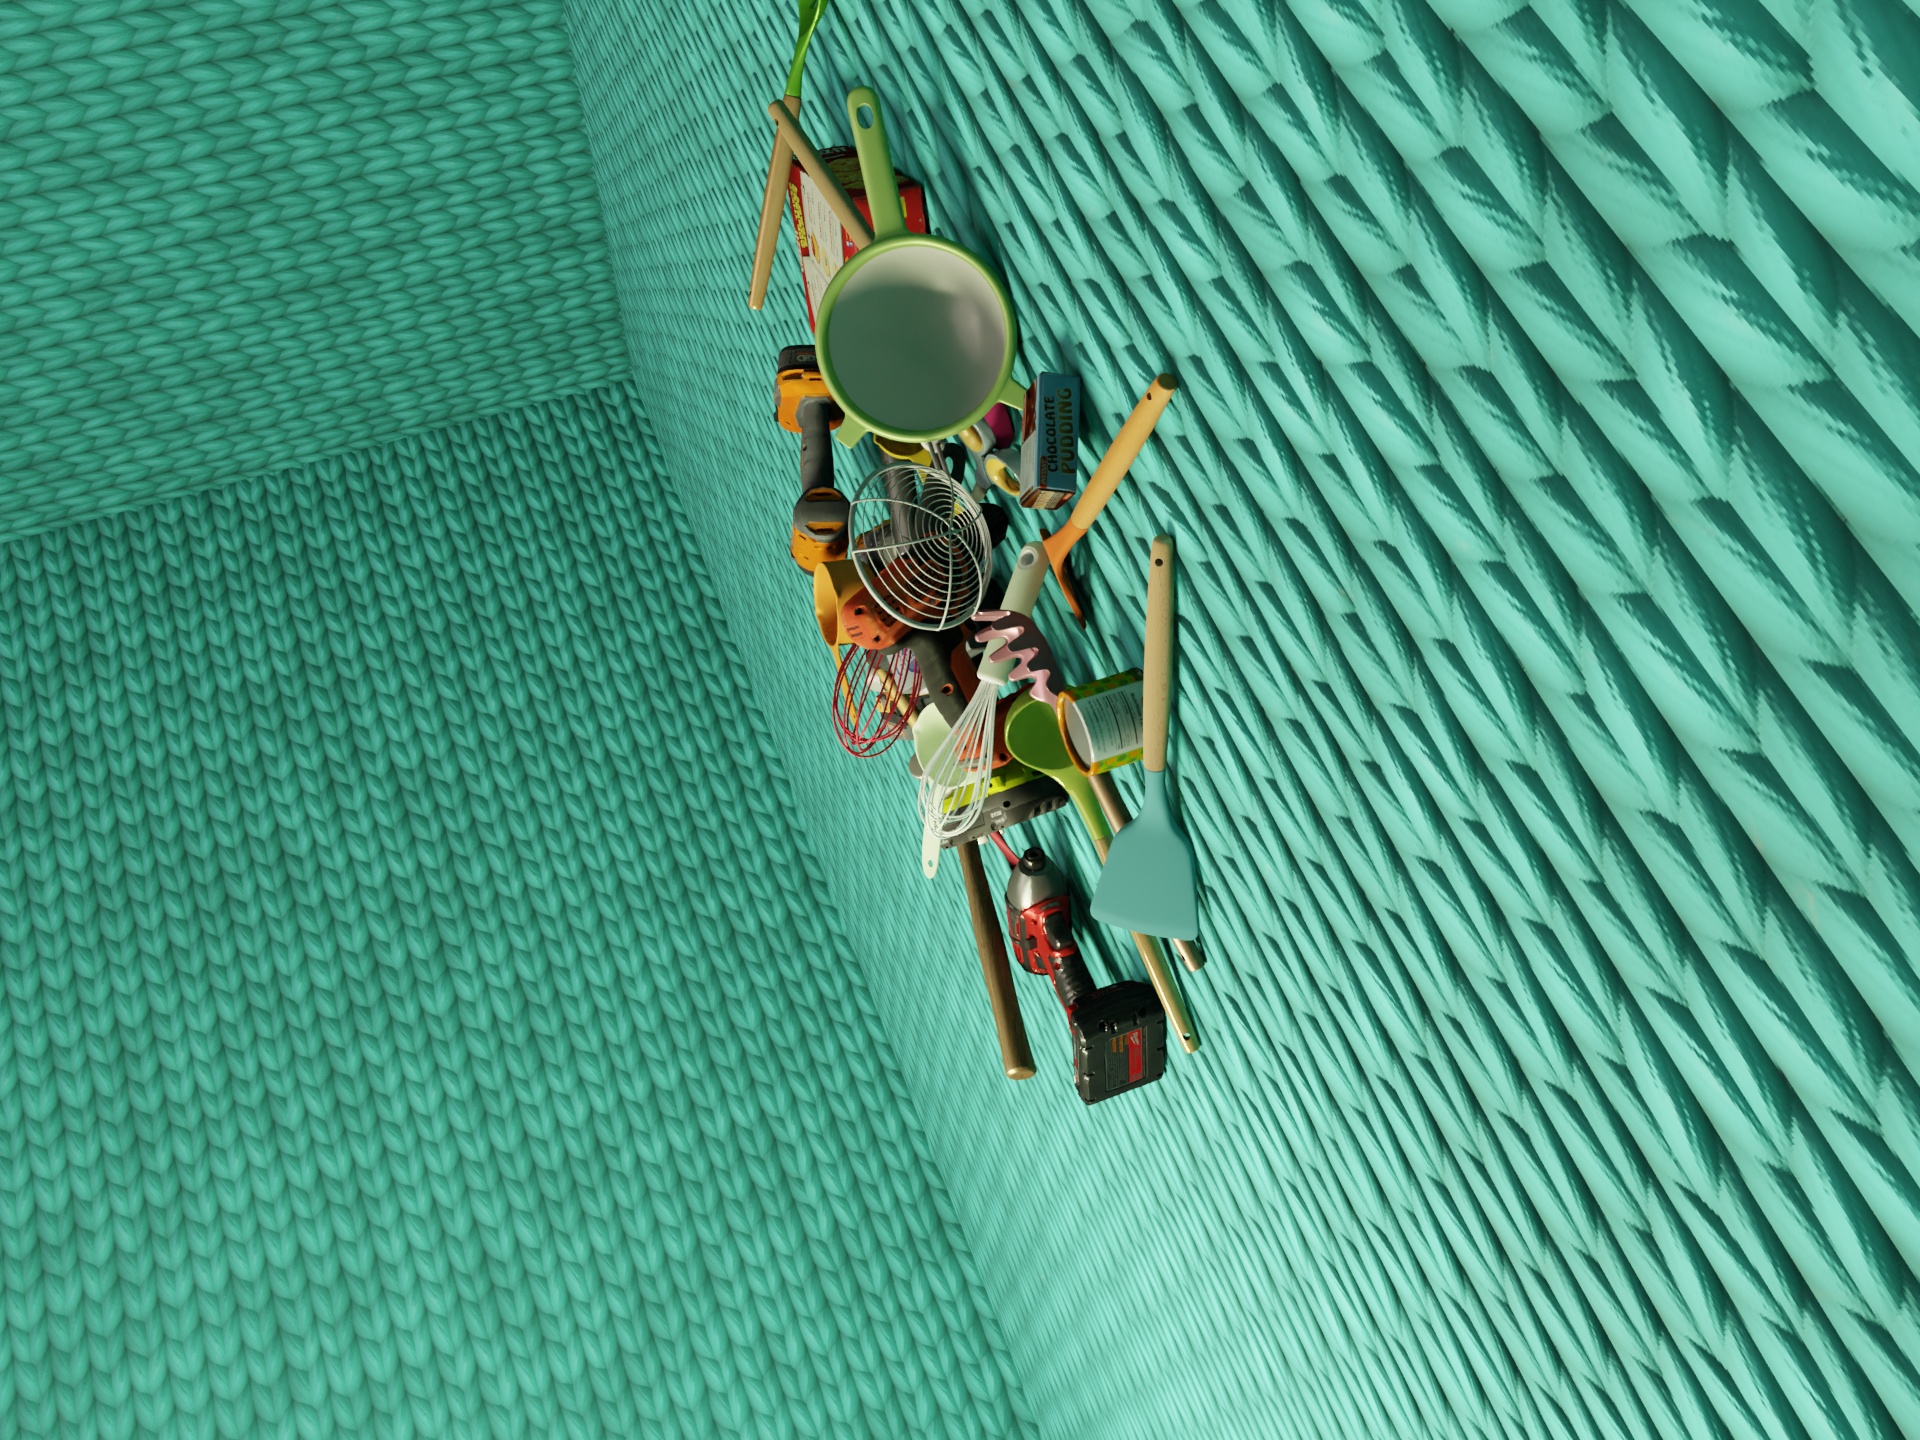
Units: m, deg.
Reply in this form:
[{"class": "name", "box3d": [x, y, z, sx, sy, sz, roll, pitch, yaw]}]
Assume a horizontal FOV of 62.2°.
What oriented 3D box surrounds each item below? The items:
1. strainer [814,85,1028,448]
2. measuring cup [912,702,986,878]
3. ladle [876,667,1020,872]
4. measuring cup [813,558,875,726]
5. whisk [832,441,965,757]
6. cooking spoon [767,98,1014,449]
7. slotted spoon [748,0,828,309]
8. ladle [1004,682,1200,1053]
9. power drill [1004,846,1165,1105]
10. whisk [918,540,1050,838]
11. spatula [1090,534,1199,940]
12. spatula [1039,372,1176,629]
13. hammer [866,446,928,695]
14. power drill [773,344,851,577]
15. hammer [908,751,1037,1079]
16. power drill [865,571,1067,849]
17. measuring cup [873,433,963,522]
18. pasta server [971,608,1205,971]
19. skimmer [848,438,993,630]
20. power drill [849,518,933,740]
[{"class": "strainer", "box3d": [-0.041, -0.337, 1.187, 0.069, 0.151, 0.256, -53, -48, -76]}, {"class": "measuring cup", "box3d": [-0.007, 0.060, 1.390, 0.083, 0.038, 0.167, 28, 119, 40]}, {"class": "ladle", "box3d": [0.010, 0.078, 1.553, 0.315, 0.031, 0.069, 56, 160, -9]}, {"class": "measuring cup", "box3d": [-0.103, -0.080, 1.610, 0.095, 0.052, 0.174, 152, 106, -71]}, {"class": "whisk", "box3d": [-0.045, -0.107, 1.349, 0.073, 0.073, 0.296, 118, 169, -72]}, {"class": "cooking spoon", "box3d": [-0.055, -0.347, 1.246, 0.319, 0.017, 0.069, 55, 158, -6]}, {"class": "slotted spoon", "box3d": [-0.149, -0.510, 1.365, 0.070, 0.031, 0.313, -128, 47, -56]}, {"class": "ladle", "box3d": [0.122, 0.119, 1.263, 0.062, 0.078, 0.320, -25, -88, -79]}, {"class": "power drill", "box3d": [0.101, 0.220, 1.428, 0.220, 0.078, 0.143, -121, 19, -47]}, {"class": "whisk", "box3d": [0.022, -0.024, 1.244, 0.058, 0.059, 0.246, 18, 88, 36]}, {"class": "spatula", "box3d": [0.133, 0.017, 1.092, 0.044, 0.082, 0.317, -57, -28, -47]}, {"class": "spatula", "box3d": [0.097, -0.149, 1.078, 0.322, 0.041, 0.081, 122, 130, -68]}, {"class": "hammer", "box3d": [-0.048, -0.188, 1.508, 0.146, 0.035, 0.334, 2, 104, 41]}, {"class": "power drill", "box3d": [-0.156, -0.269, 1.713, 0.164, 0.084, 0.227, 116, 151, -72]}, {"class": "hammer", "box3d": [0.024, 0.190, 1.553, 0.130, 0.031, 0.332, 35, -145, -53]}, {"class": "power drill", "box3d": [-0.002, -0.005, 1.451, 0.171, 0.080, 0.223, -25, 83, 47]}, {"class": "measuring cup", "box3d": [-0.028, -0.223, 1.453, 0.156, 0.062, 0.029, 62, 178, -3]}, {"class": "pasta server", "box3d": [0.100, 0.051, 1.199, 0.316, 0.040, 0.060, 62, 166, 0]}, {"class": "skimmer", "box3d": [-0.039, -0.187, 1.277, 0.127, 0.090, 0.364, 41, -164, -22]}, {"class": "power drill", "box3d": [-0.051, -0.097, 1.642, 0.185, 0.084, 0.226, -179, 75, -74]}]
